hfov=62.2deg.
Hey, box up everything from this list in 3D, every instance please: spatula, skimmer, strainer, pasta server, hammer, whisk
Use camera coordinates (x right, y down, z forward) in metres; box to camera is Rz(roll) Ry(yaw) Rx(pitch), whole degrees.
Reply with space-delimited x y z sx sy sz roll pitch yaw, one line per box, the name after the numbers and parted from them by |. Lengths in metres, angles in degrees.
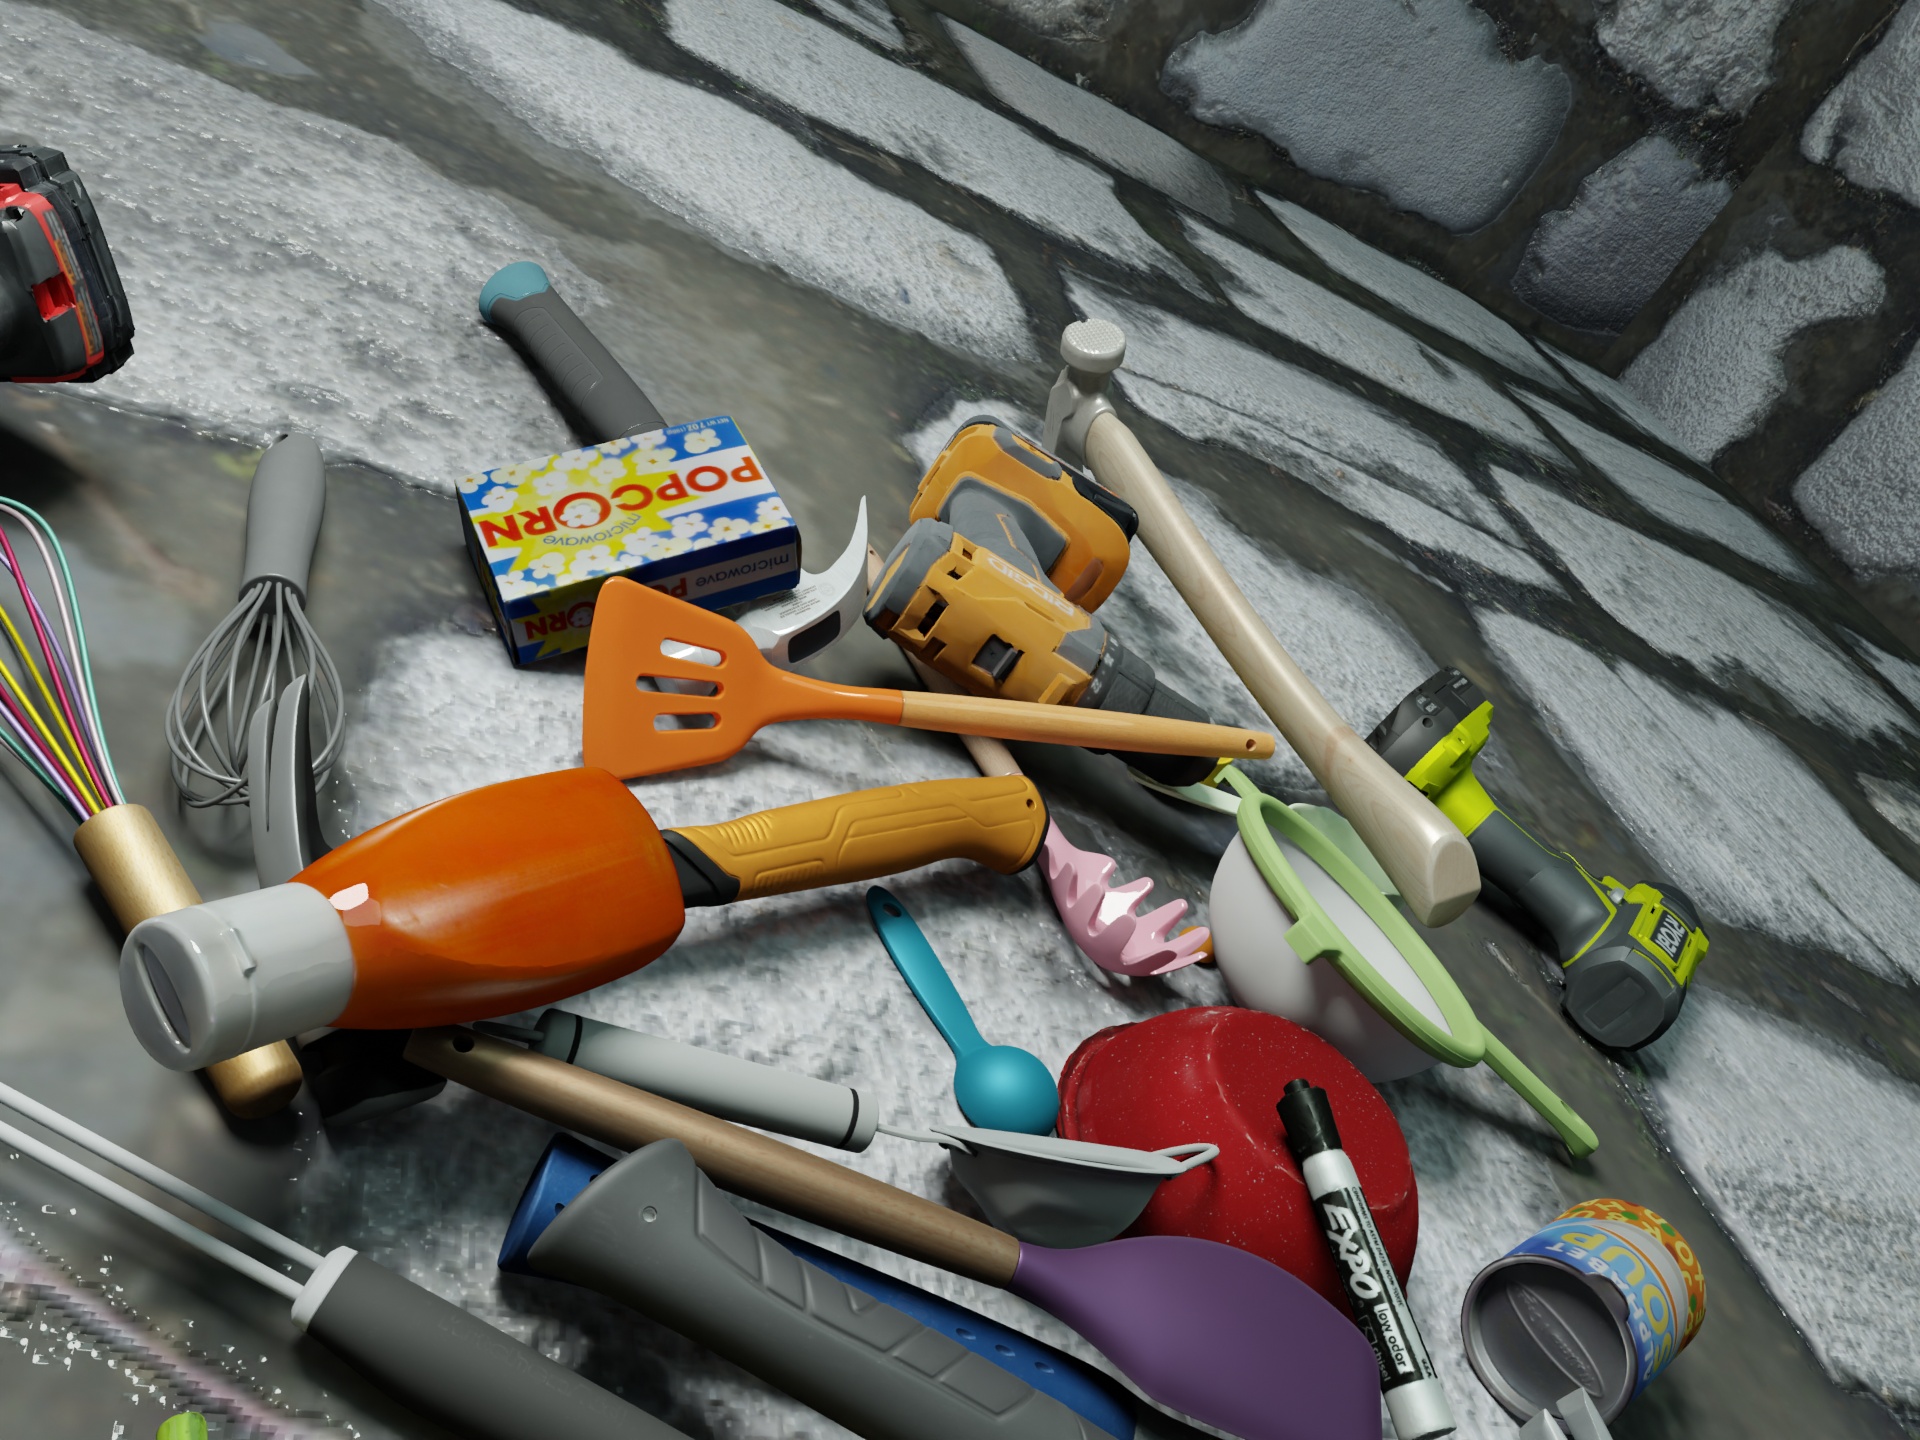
-0.001 -0.002 0.684 0.322 0.081 0.041 6 -1 -21 | spatula
-0.195 0.088 0.374 0.363 0.090 0.127 31 28 -4 | skimmer
-0.028 0.129 0.499 0.258 0.087 0.050 21 75 -23 | strainer
0.017 0.006 0.763 0.060 0.040 0.317 15 32 -44 | pasta server
0.194 0.141 0.726 0.256 0.069 0.152 41 16 -20 | strainer
0.058 0.216 0.486 0.405 0.035 0.144 26 33 -12 | hammer
-0.082 0.042 0.572 0.336 0.034 0.127 -5 73 -50 | hammer
0.149 -0.048 0.882 0.038 0.146 0.411 -15 52 -19 | hammer
0.039 0.212 0.418 0.334 0.035 0.146 31 53 -4 | hammer
-0.247 -0.047 0.574 0.055 0.055 0.239 16 30 -28 | whisk
-0.260 0.016 0.474 0.051 0.047 0.245 -22 64 -42 | whisk
-0.008 0.148 0.464 0.315 0.018 0.060 24 43 -13 | spatula
-0.156 -0.136 0.780 0.128 0.033 0.331 -24 53 -24 | hammer

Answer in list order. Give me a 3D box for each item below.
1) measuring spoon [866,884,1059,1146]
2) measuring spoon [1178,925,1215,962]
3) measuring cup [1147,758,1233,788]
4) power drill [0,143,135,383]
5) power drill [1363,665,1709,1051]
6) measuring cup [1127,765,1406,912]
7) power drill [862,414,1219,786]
-0.001 0.105 0.611 0.042 0.021 0.129 2 41 -43 | measuring spoon
0.146 0.103 0.770 0.116 0.011 0.021 2 42 -44 | measuring spoon
0.091 -0.008 0.881 0.062 0.029 0.157 3 29 -36 | measuring cup
-0.371 -0.107 0.483 0.143 0.078 0.220 1 34 7 | power drill
0.338 0.076 0.943 0.223 0.080 0.171 46 32 14 | power drill
0.151 0.065 0.806 0.167 0.038 0.083 20 23 -16 | measuring cup
0.049 -0.062 0.825 0.185 0.084 0.226 31 25 -11 | power drill
